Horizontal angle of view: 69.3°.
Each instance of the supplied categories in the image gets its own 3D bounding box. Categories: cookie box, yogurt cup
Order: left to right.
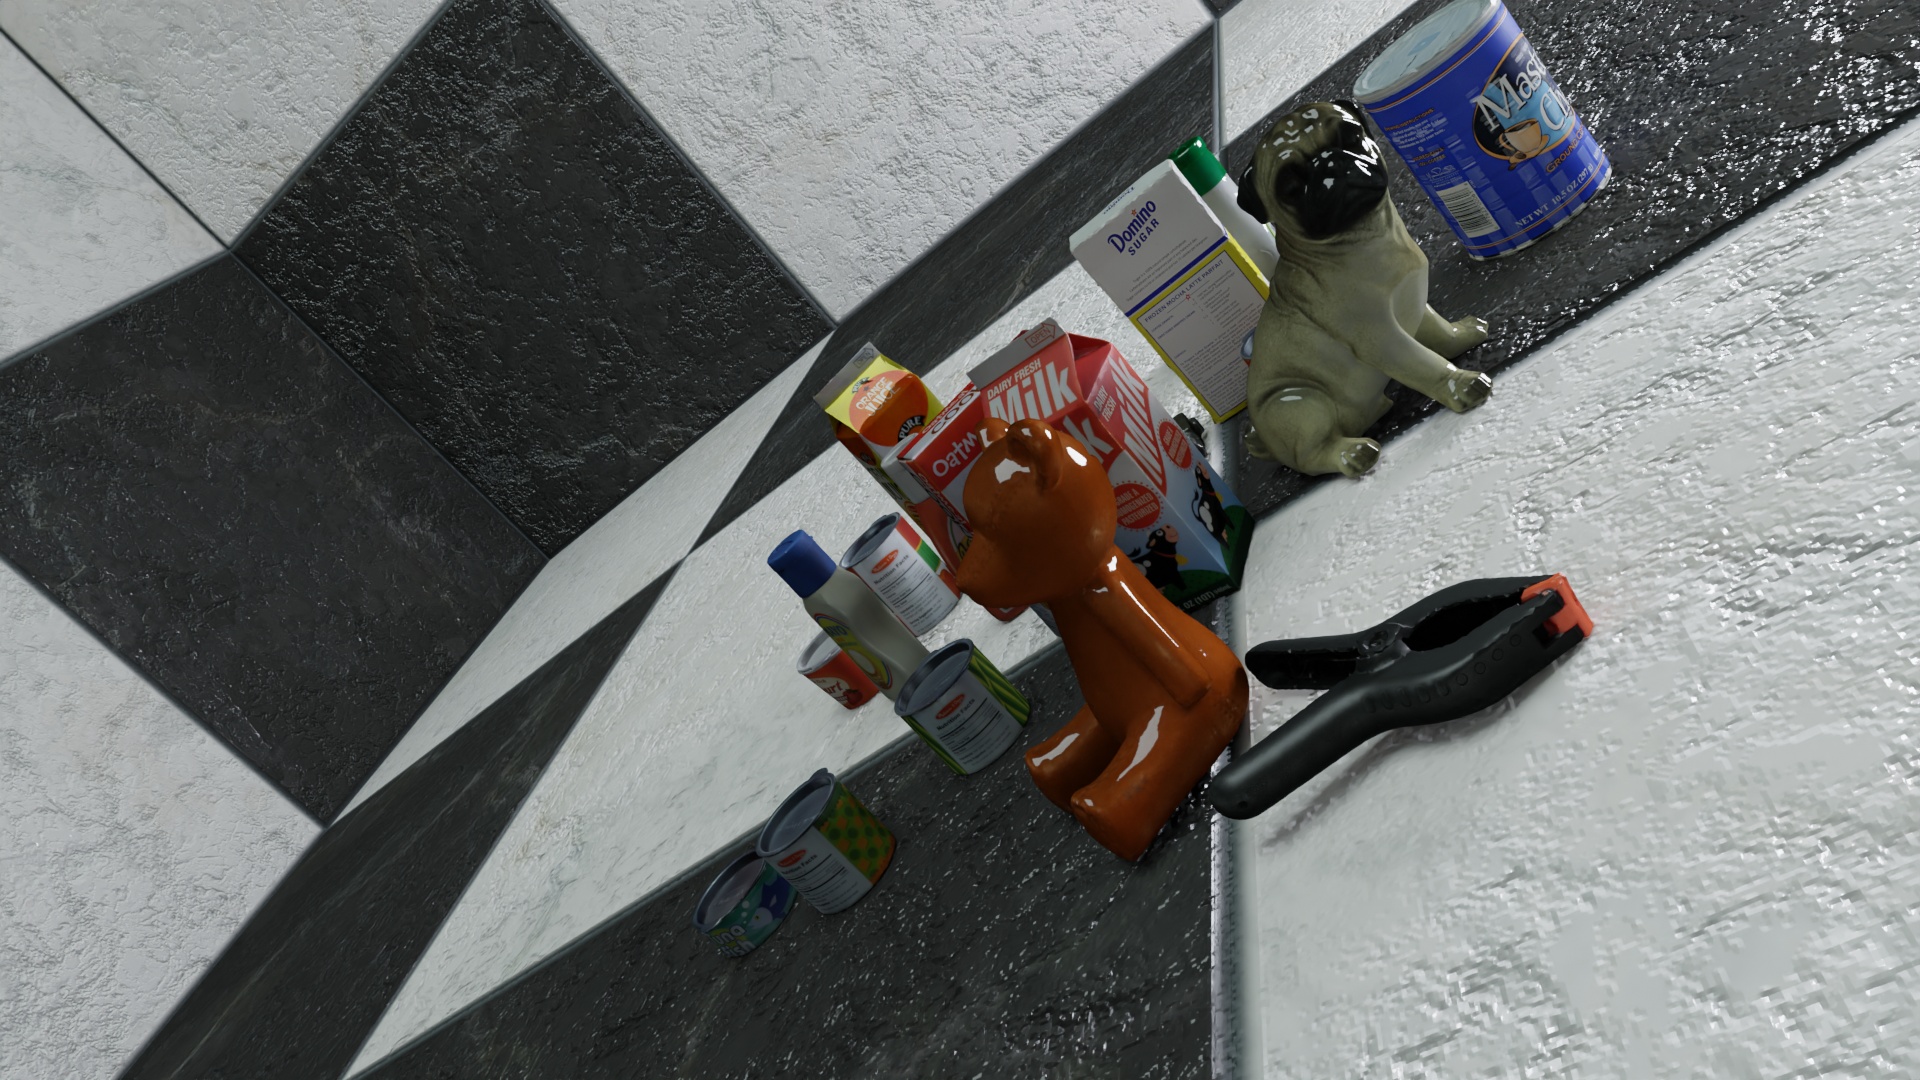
[{"bbox_3d":[-0.089,0.097,1.110,0.072,0.054,0.072,-38,17,14],"label":"yogurt cup"},{"bbox_3d":[0.058,-0.036,0.910,0.123,0.167,0.040,-46,16,-11],"label":"cookie box"}]

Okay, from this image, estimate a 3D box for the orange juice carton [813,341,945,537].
[{"bbox_3d":[-0.037,-0.074,1.178,0.072,0.192,0.073,-47,17,-14],"label":"orange juice carton"}]

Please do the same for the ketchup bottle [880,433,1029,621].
[{"bbox_3d":[0.004,-0.013,1.009,0.065,0.148,0.043,-43,16,-3],"label":"ketchup bottle"}]

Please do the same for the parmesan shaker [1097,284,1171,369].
[{"bbox_3d":[0.171,-0.202,1.184,0.071,0.103,0.071,-38,17,14],"label":"parmesan shaker"}]

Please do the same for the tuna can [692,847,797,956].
[{"bbox_3d":[-0.142,0.239,0.912,0.071,0.033,0.071,-38,17,14],"label":"tuna can"}]

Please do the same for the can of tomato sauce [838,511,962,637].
[{"bbox_3d":[-0.048,0.028,1.139,0.071,0.083,0.071,-38,17,14],"label":"can of tomato sauce"}]

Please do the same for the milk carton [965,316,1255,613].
[{"bbox_3d":[0.088,-0.045,0.824,0.072,0.190,0.074,-31,20,35],"label":"milk carton"}]

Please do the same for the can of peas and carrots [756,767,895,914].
[{"bbox_3d":[-0.082,0.186,0.863,0.071,0.058,0.071,-38,17,14],"label":"can of peas and carrots"}]

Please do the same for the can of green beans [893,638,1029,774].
[{"bbox_3d":[0.001,0.105,0.878,0.071,0.057,0.071,-38,17,14],"label":"can of green beans"}]

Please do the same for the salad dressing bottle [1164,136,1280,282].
[{"bbox_3d":[0.224,-0.261,1.133,0.044,0.147,0.064,-38,17,13],"label":"salad dressing bottle"}]

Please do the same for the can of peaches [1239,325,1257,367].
[{"bbox_3d":[0.230,-0.122,0.931,0.071,0.058,0.071,-38,17,14],"label":"can of peaches"}]

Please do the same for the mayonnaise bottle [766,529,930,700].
[{"bbox_3d":[-0.081,0.056,1.029,0.041,0.148,0.064,-51,18,-27],"label":"mayonnaise bottle"}]
